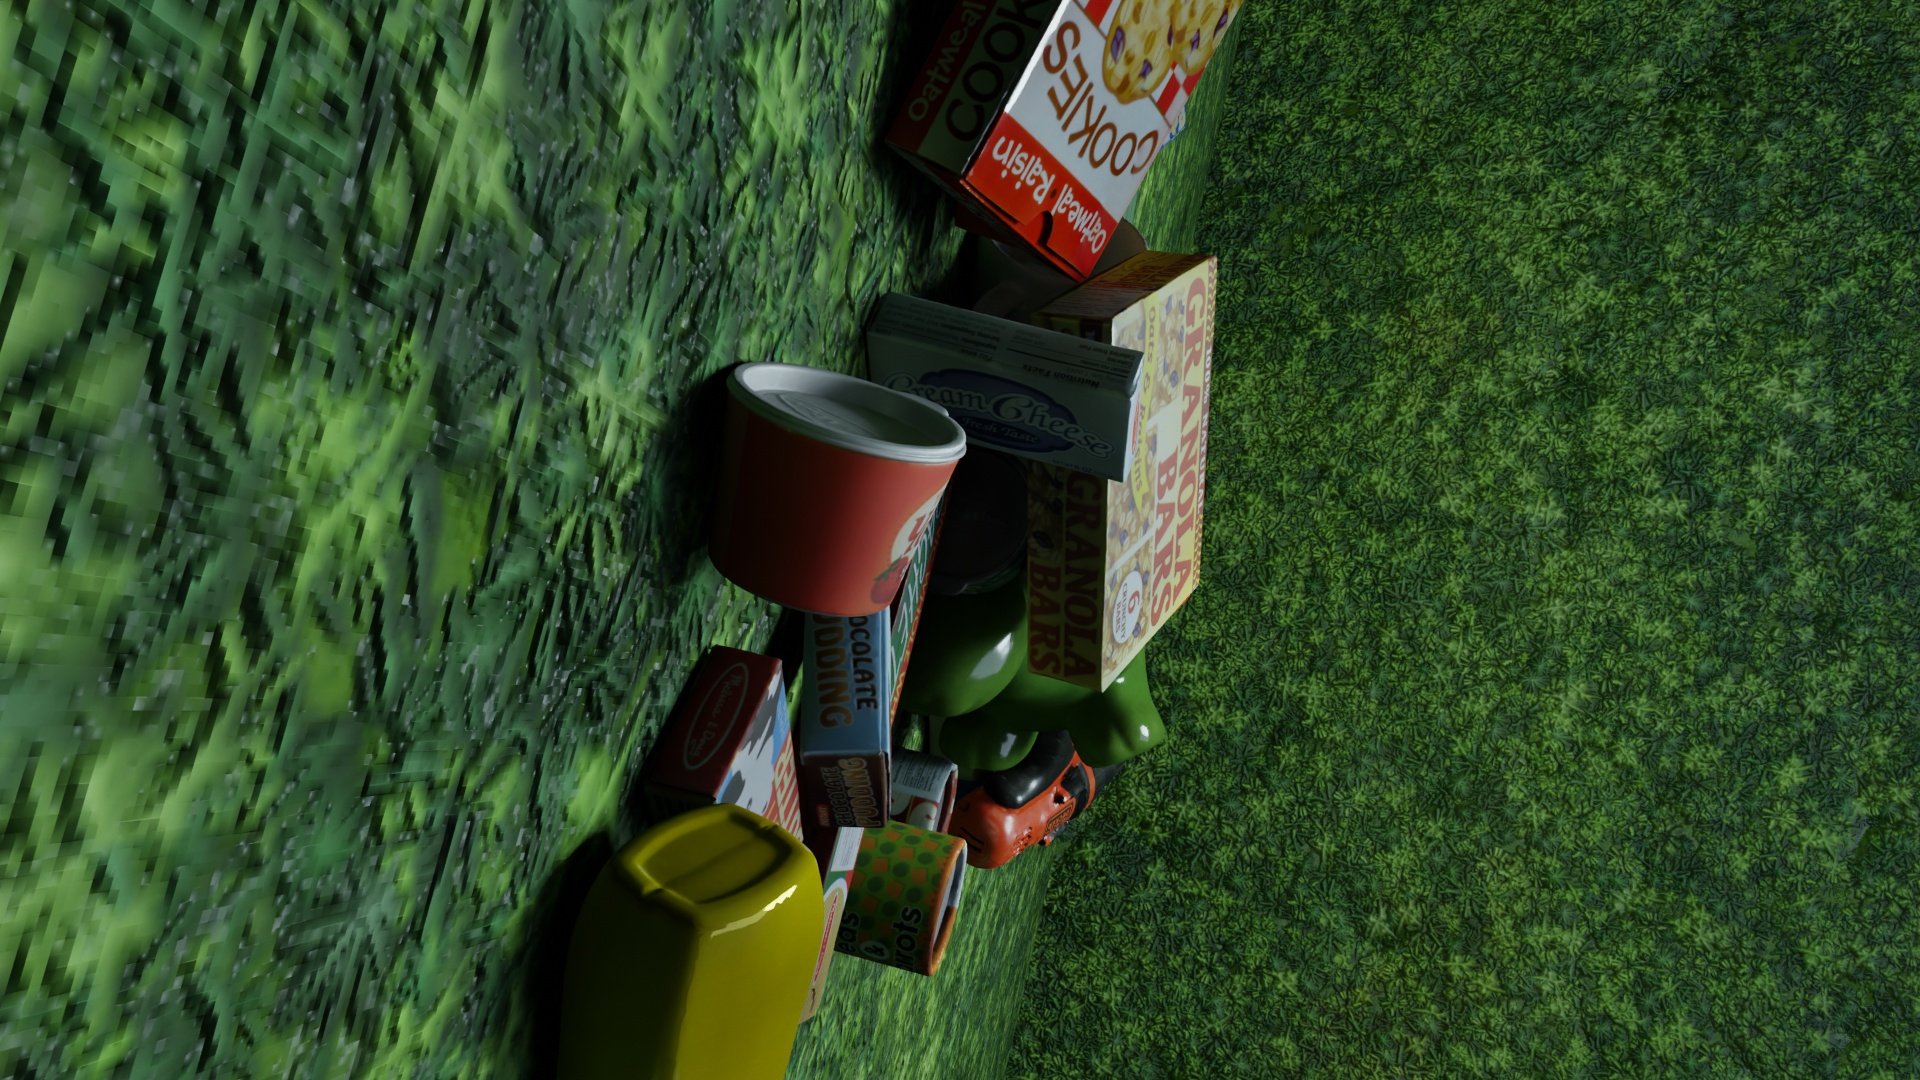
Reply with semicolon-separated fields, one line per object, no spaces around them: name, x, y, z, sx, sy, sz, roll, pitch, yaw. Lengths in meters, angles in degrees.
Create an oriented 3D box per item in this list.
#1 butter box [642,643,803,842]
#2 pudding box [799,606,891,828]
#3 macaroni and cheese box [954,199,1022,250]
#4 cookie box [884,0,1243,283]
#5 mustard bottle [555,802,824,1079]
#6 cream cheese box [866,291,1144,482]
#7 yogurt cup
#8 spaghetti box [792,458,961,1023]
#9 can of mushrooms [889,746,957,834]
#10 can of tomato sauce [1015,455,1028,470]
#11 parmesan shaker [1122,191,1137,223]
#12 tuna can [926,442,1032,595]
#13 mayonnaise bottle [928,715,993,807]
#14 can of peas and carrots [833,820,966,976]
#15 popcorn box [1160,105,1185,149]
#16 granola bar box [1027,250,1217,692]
butter box;-0.071;0.085;0.433;0.103;0.024;0.053;92;15;-47
pudding box;-0.040;0.053;0.492;0.049;0.030;0.084;93;-4;-50
macaroni and cheese box;0.057;-0.221;0.623;0.167;0.040;0.123;-47;154;-43
cookie box;0.053;-0.193;0.518;0.167;0.040;0.123;-61;155;6
mustard bottle;-0.081;0.151;0.380;0.065;0.049;0.159;-17;127;-54
cream cheese box;0.017;-0.058;0.524;0.053;0.104;0.024;87;22;-55
yogurt cup;-0.038;-0.014;0.389;0.072;0.072;0.053;-48;157;-71
spaghetti box;-0.043;0.065;0.560;0.050;0.029;0.250;62;41;-75
can of mushrooms;-0.026;0.150;0.758;0.071;0.033;0.071;9;92;-81
can of tomato sauce;0.047;-0.066;0.801;0.083;0.071;0.071;-51;152;-68
parmesan shaker;0.061;-0.163;0.745;0.071;0.071;0.102;-60;160;-62
tuna can;0.002;-0.008;0.616;0.033;0.071;0.071;61;42;-76
mayonnaise bottle;0.005;0.113;0.858;0.147;0.041;0.065;91;23;-48
can of peas and carrots;-0.033;0.169;0.658;0.071;0.059;0.071;10;92;-80
popcorn box;0.093;-0.263;0.800;0.127;0.038;0.084;-51;142;-49
granola bar box;0.072;-0.035;0.617;0.125;0.039;0.164;-37;132;-53
